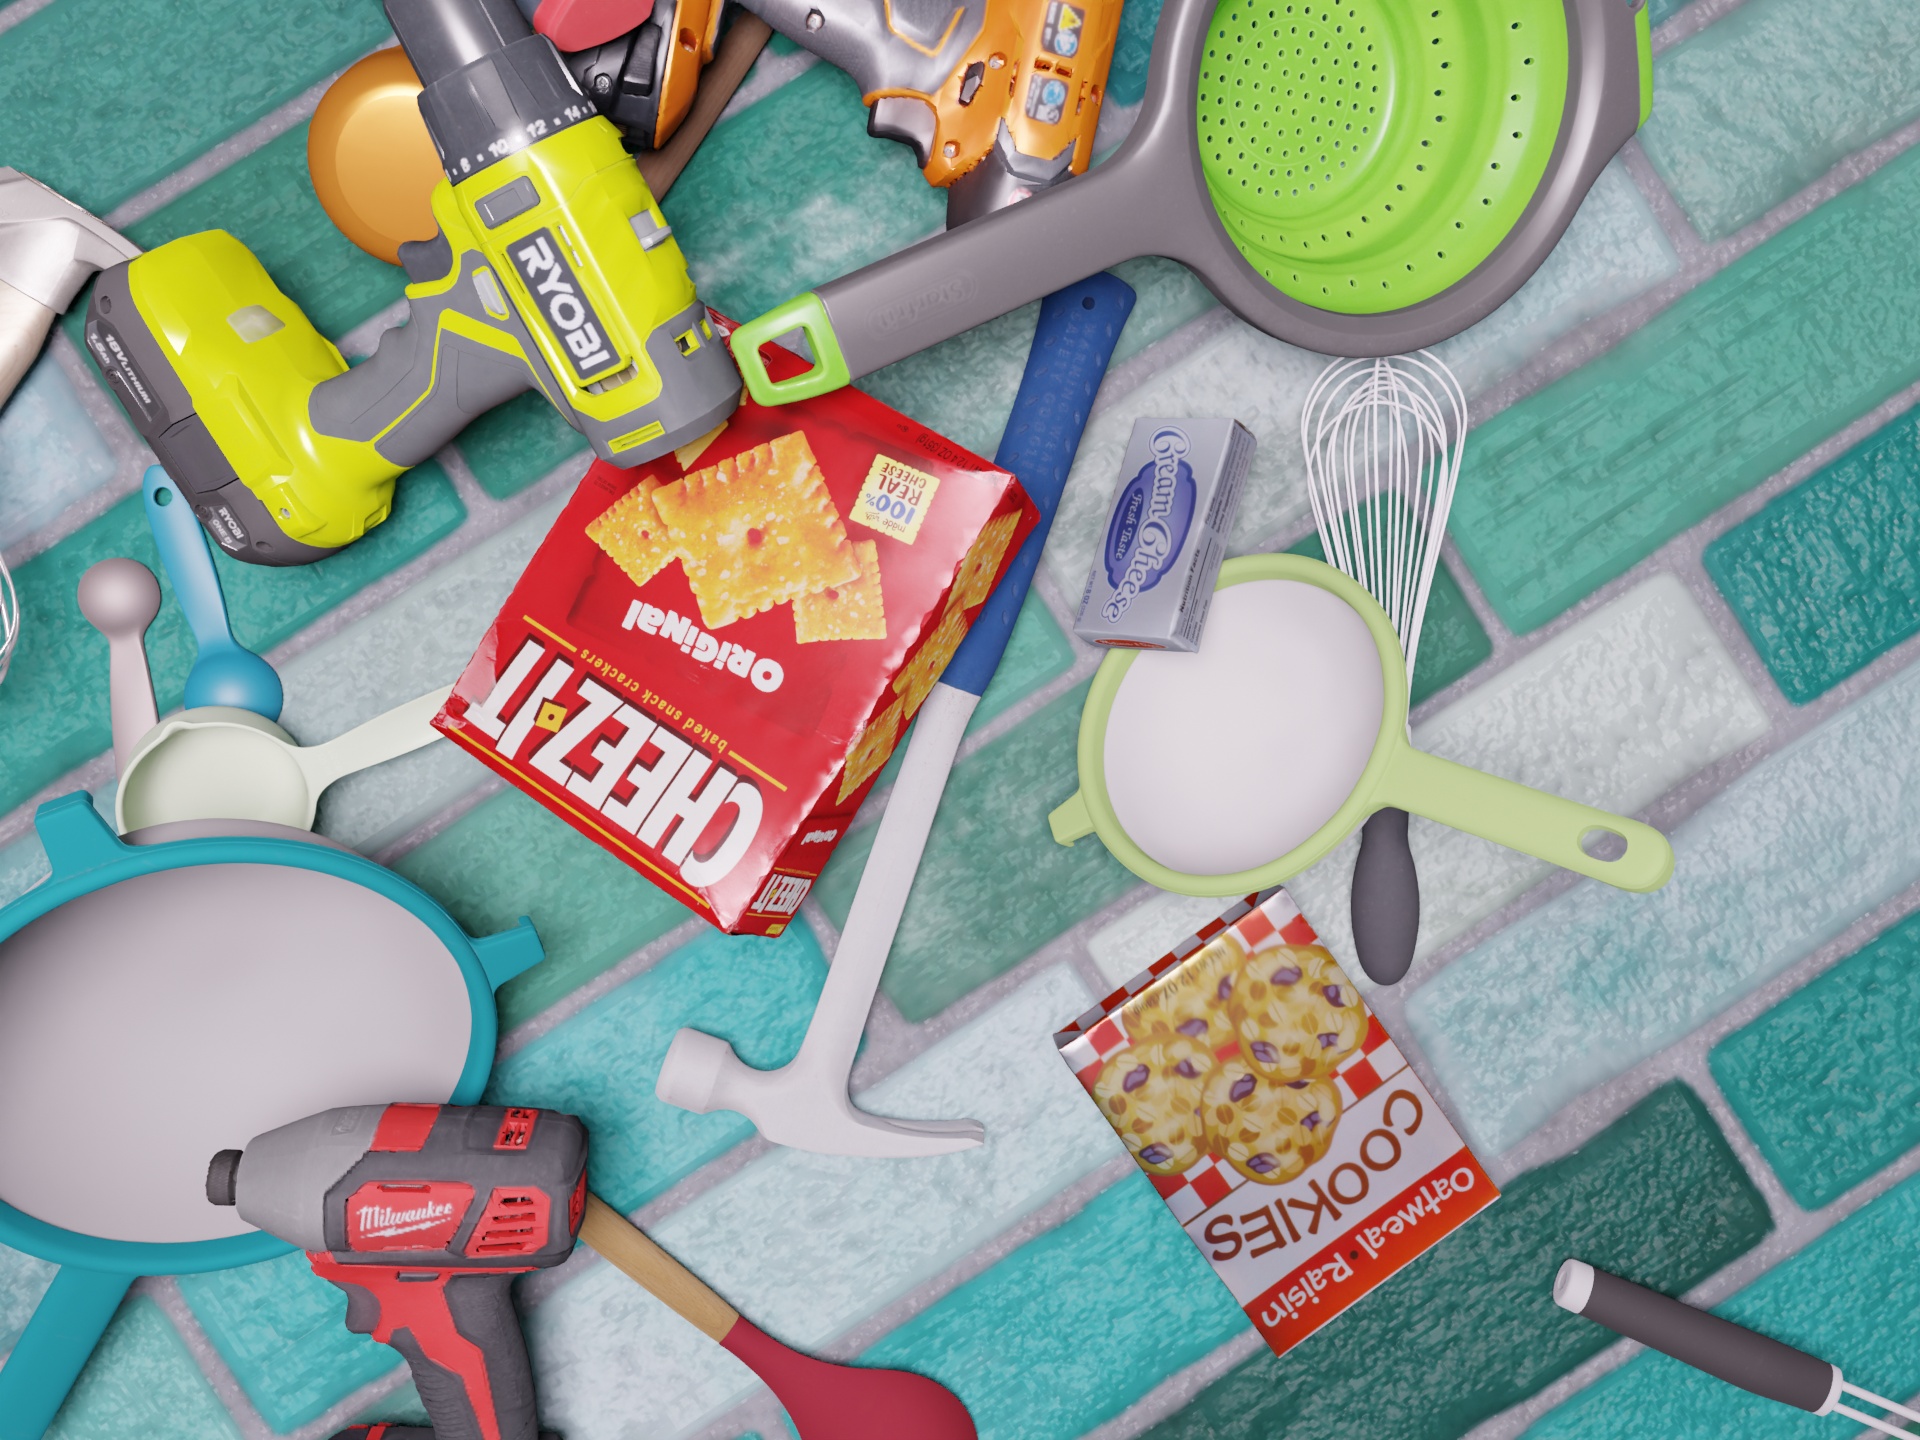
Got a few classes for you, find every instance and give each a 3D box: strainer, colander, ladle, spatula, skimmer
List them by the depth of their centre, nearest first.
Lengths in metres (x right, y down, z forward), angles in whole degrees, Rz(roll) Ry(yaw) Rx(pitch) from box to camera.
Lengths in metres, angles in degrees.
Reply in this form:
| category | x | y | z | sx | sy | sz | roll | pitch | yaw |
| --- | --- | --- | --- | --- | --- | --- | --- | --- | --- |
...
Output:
| category | x | y | z | sx | sy | sz | roll | pitch | yaw |
| --- | --- | --- | --- | --- | --- | --- | --- | --- | --- |
| strainer | 0.165 | 0.024 | 0.642 | 0.257 | 0.069 | 0.151 | 21 | 84 | 42 |
| colander | 0.086 | -0.226 | 0.651 | 0.397 | 0.095 | 0.204 | -25 | 117 | -8 |
| strainer | -0.338 | 0.167 | 0.663 | 0.210 | 0.095 | 0.340 | 24 | 108 | -36 |
| spatula | -0.106 | -0.290 | 0.706 | 0.060 | 0.018 | 0.316 | 33 | 88 | 6 |
| ladle | -0.122 | 0.253 | 0.707 | 0.315 | 0.031 | 0.069 | 38 | 88 | 0 |
| skimmer | 0.445 | 0.321 | 0.727 | 0.363 | 0.090 | 0.127 | 21 | 92 | 8 |

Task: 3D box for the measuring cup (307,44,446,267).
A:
| category | x | y | z | sx | sy | sz | roll | pitch | yaw |
| --- | --- | --- | --- | --- | --- | --- | --- | --- | --- |
| measuring cup | -0.217 | -0.270 | 0.650 | 0.095 | 0.052 | 0.173 | 9 | 117 | -16 |

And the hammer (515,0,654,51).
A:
| category | x | y | z | sx | sy | sz | roll | pitch | yaw |
| --- | --- | --- | --- | --- | --- | --- | --- | --- | --- |
| hammer | -0.279 | -0.356 | 0.630 | 0.386 | 0.038 | 0.143 | 24 | 90 | 17 |

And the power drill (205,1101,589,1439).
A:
| category | x | y | z | sx | sy | sz | roll | pitch | yaw |
| --- | --- | --- | --- | --- | --- | --- | --- | --- | --- |
| power drill | -0.227 | 0.257 | 0.646 | 0.143 | 0.079 | 0.219 | 4 | 106 | -7 |

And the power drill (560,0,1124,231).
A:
| category | x | y | z | sx | sy | sz | roll | pitch | yaw |
| --- | --- | --- | --- | --- | --- | --- | --- | --- | --- |
| power drill | -0.050 | -0.270 | 0.666 | 0.226 | 0.084 | 0.164 | 10 | 97 | -13 |

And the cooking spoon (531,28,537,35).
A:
| category | x | y | z | sx | sy | sz | roll | pitch | yaw |
| --- | --- | --- | --- | --- | --- | --- | --- | --- | --- |
| cooking spoon | -0.141 | -0.331 | 0.699 | 0.319 | 0.017 | 0.069 | -40 | 86 | 1 |

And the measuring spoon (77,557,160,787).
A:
| category | x | y | z | sx | sy | sz | roll | pitch | yaw |
| --- | --- | --- | --- | --- | --- | --- | --- | --- | --- |
| measuring spoon | -0.367 | -0.010 | 0.698 | 0.034 | 0.018 | 0.124 | -6 | 92 | -2 |

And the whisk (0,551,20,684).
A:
| category | x | y | z | sx | sy | sz | roll | pitch | yaw |
| --- | --- | --- | --- | --- | --- | --- | --- | --- | --- |
| whisk | -0.421 | -0.125 | 0.647 | 0.058 | 0.059 | 0.246 | -6 | 89 | 24 |

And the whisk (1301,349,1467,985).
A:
| category | x | y | z | sx | sy | sz | roll | pitch | yaw |
| --- | --- | --- | --- | --- | --- | --- | --- | --- | --- |
| whisk | 0.189 | -0.022 | 0.702 | 0.070 | 0.070 | 0.284 | -2 | 96 | -2 |

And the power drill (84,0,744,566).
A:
| category | x | y | z | sx | sy | sz | roll | pitch | yaw |
| --- | --- | --- | --- | --- | --- | --- | --- | --- | --- |
| power drill | -0.218 | -0.167 | 0.611 | 0.228 | 0.080 | 0.190 | -17 | 113 | 24 |

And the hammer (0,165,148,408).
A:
| category | x | y | z | sx | sy | sz | roll | pitch | yaw |
| --- | --- | --- | --- | --- | --- | --- | --- | --- | --- |
| hammer | -0.481 | -0.043 | 0.686 | 0.146 | 0.038 | 0.410 | 31 | 90 | -3 |

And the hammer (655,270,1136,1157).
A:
| category | x | y | z | sx | sy | sz | roll | pitch | yaw |
| --- | --- | --- | --- | --- | --- | --- | --- | --- | --- |
| hammer | -0.001 | -0.002 | 0.704 | 0.144 | 0.035 | 0.405 | 19 | 90 | -2 |

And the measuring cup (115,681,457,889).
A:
| category | x | y | z | sx | sy | sz | roll | pitch | yaw |
| --- | --- | --- | --- | --- | --- | --- | --- | --- | --- |
| measuring cup | -0.279 | 0.012 | 0.693 | 0.167 | 0.038 | 0.083 | -25 | 119 | -17 |

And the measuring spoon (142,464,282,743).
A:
| category | x | y | z | sx | sy | sz | roll | pitch | yaw |
| --- | --- | --- | --- | --- | --- | --- | --- | --- | --- |
| measuring spoon | -0.336 | -0.051 | 0.696 | 0.042 | 0.021 | 0.128 | -18 | 93 | -2 |
